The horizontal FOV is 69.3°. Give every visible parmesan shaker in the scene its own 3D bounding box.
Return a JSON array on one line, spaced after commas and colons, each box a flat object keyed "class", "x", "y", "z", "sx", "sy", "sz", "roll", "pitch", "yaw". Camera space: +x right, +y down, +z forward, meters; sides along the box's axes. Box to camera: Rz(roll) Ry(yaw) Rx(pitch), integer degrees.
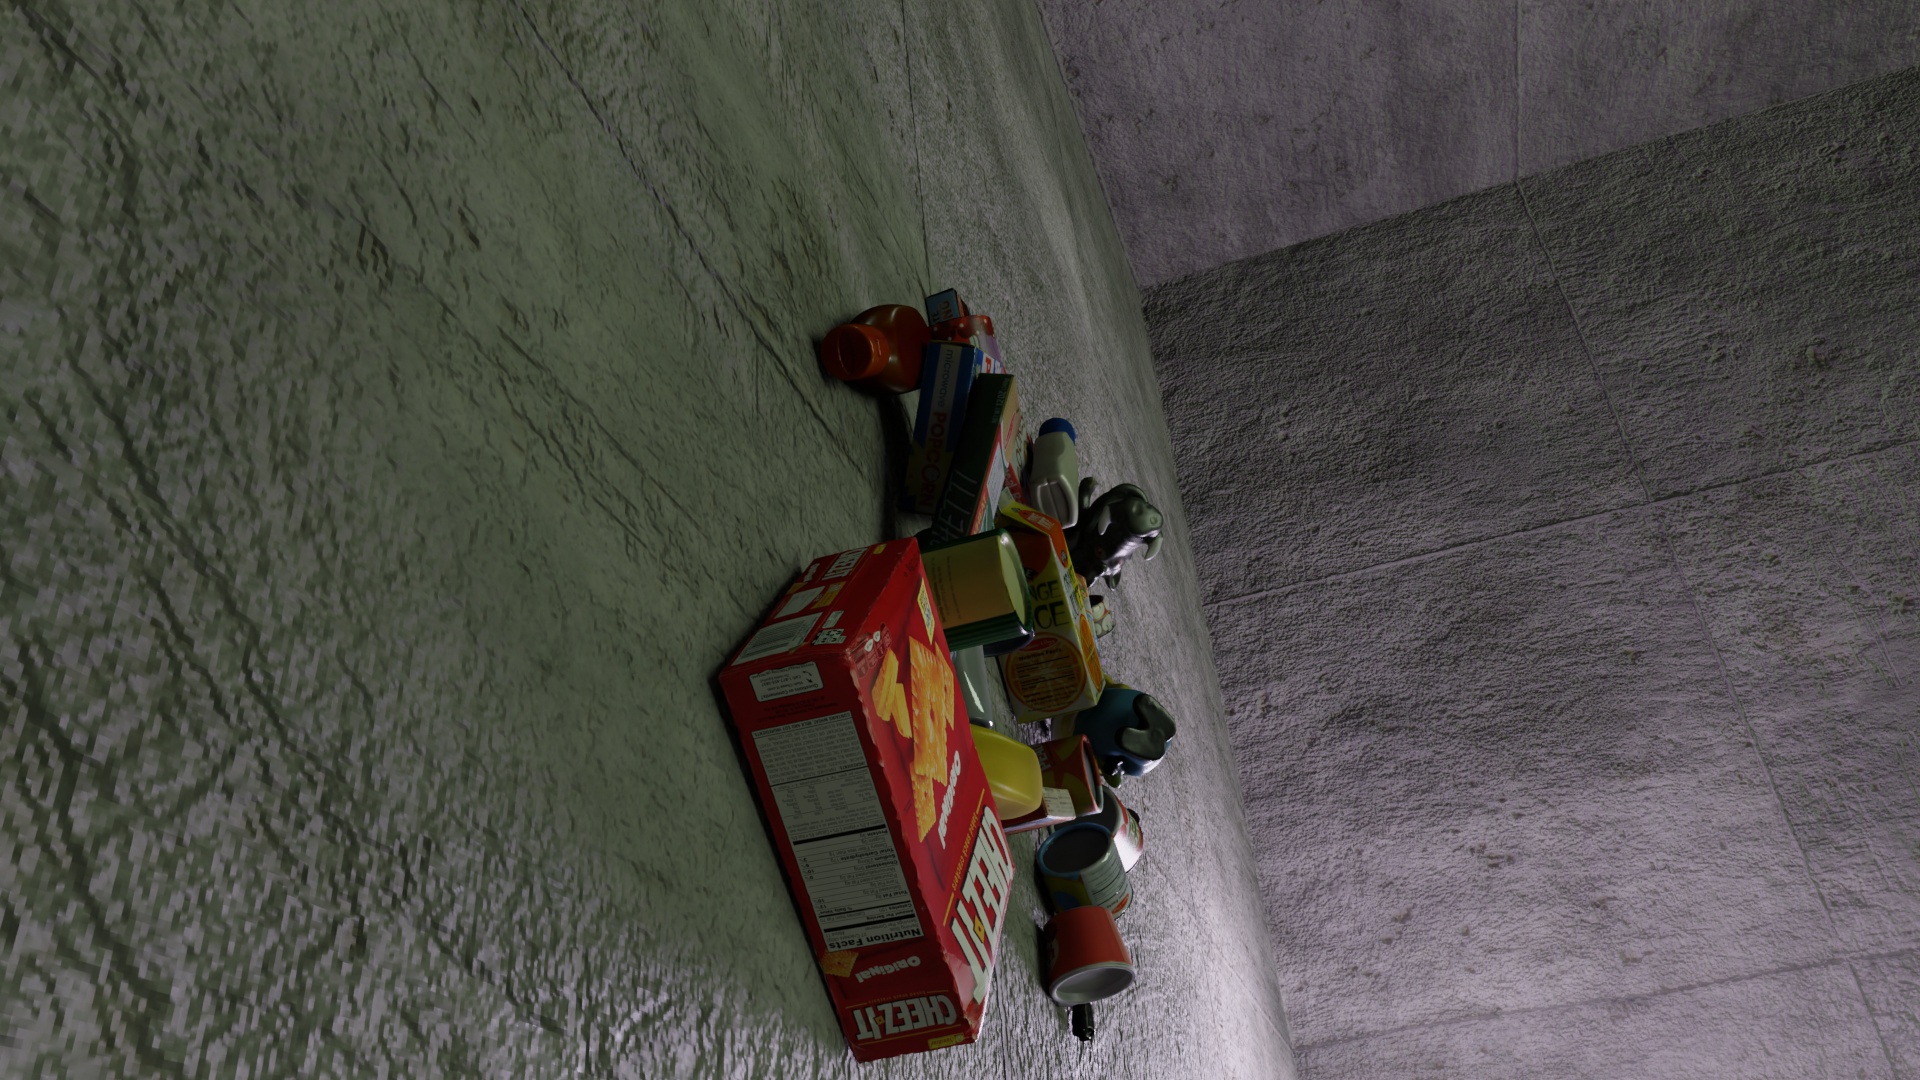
[{"class": "parmesan shaker", "x": -0.014, "y": 0.038, "z": 0.824, "sx": 0.071, "sy": 0.103, "sz": 0.071, "roll": -16, "pitch": 91, "yaw": -77}]

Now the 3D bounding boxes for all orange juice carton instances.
[{"class": "orange juice carton", "x": 0.061, "y": 0.050, "z": 1.181, "sx": 0.072, "sy": 0.073, "sz": 0.192, "roll": -36, "pitch": 110, "yaw": -76}]

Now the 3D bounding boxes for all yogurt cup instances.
[{"class": "yogurt cup", "x": 0.096, "y": 0.317, "z": 1.068, "sx": 0.072, "sy": 0.072, "sz": 0.054, "roll": 59, "pitch": 13, "yaw": -50}]

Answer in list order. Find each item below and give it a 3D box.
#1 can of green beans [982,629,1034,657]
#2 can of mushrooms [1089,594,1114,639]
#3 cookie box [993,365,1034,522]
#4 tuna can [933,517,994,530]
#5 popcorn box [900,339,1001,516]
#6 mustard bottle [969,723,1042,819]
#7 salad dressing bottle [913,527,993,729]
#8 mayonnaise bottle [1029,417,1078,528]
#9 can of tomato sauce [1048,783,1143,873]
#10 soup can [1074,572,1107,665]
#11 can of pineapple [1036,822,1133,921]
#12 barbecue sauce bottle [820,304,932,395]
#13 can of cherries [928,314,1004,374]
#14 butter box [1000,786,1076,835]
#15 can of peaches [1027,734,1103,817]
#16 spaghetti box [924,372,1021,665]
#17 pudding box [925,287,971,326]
[{"class": "can of green beans", "x": 0.018, "y": 0.048, "z": 1.021, "sx": 0.071, "sy": 0.071, "sz": 0.058, "roll": 51, "pitch": 28, "yaw": -61}, {"class": "can of mushrooms", "x": 0.119, "y": 0.080, "z": 1.394, "sx": 0.071, "sy": 0.071, "sz": 0.033, "roll": -52, "pitch": 125, "yaw": -73}, {"class": "cookie box", "x": 0.048, "y": -0.065, "z": 1.317, "sx": 0.123, "sy": 0.040, "sz": 0.166, "roll": -87, "pitch": 158, "yaw": -51}, {"class": "tuna can", "x": 0.004, "y": -0.014, "z": 1.102, "sx": 0.071, "sy": 0.033, "sz": 0.071, "roll": -16, "pitch": 91, "yaw": -76}, {"class": "popcorn box", "x": -0.006, "y": -0.079, "z": 1.026, "sx": 0.085, "sy": 0.038, "sz": 0.126, "roll": 7, "pitch": 92, "yaw": -76}, {"class": "mustard bottle", "x": 0.002, "y": 0.141, "z": 0.874, "sx": 0.160, "sy": 0.065, "sz": 0.049, "roll": 43, "pitch": 39, "yaw": -60}, {"class": "salad dressing bottle", "x": -0.009, "y": 0.062, "z": 0.953, "sx": 0.064, "sy": 0.044, "sz": 0.148, "roll": 65, "pitch": 15, "yaw": -59}, {"class": "mayonnaise bottle", "x": 0.090, "y": -0.070, "z": 1.318, "sx": 0.149, "sy": 0.041, "sz": 0.064, "roll": -82, "pitch": 156, "yaw": -60}, {"class": "can of tomato sauce", "x": 0.120, "y": 0.252, "z": 1.214, "sx": 0.083, "sy": 0.071, "sz": 0.071, "roll": 54, "pitch": 25, "yaw": -56}, {"class": "soup can", "x": 0.093, "y": 0.079, "z": 1.284, "sx": 0.071, "sy": 0.071, "sz": 0.084, "roll": 51, "pitch": 28, "yaw": -61}, {"class": "can of pineapple", "x": 0.099, "y": 0.271, "z": 1.126, "sx": 0.071, "sy": 0.071, "sz": 0.057, "roll": -77, "pitch": 149, "yaw": -63}, {"class": "barbecue sauce bottle", "x": -0.056, "y": -0.131, "z": 0.960, "sx": 0.149, "sy": 0.043, "sz": 0.064, "roll": -34, "pitch": 116, "yaw": -75}, {"class": "can of cherries", "x": 0.000, "y": -0.151, "z": 1.157, "sx": 0.071, "sy": 0.071, "sz": 0.058, "roll": 2, "pitch": 74, "yaw": -76}, {"class": "butter box", "x": 0.048, "y": 0.198, "z": 1.016, "sx": 0.103, "sy": 0.053, "sz": 0.024, "roll": 36, "pitch": 39, "yaw": -71}, {"class": "can of peaches", "x": 0.081, "y": 0.195, "z": 1.142, "sx": 0.071, "sy": 0.058, "sz": 0.071, "roll": -15, "pitch": 91, "yaw": -77}, {"class": "spaghetti box", "x": 0.001, "y": -0.007, "z": 0.936, "sx": 0.050, "sy": 0.029, "sz": 0.251, "roll": 77, "pitch": 24, "yaw": -52}, {"class": "pudding box", "x": -0.004, "y": -0.177, "z": 1.245, "sx": 0.049, "sy": 0.030, "sz": 0.084, "roll": 38, "pitch": 39, "yaw": -67}]
